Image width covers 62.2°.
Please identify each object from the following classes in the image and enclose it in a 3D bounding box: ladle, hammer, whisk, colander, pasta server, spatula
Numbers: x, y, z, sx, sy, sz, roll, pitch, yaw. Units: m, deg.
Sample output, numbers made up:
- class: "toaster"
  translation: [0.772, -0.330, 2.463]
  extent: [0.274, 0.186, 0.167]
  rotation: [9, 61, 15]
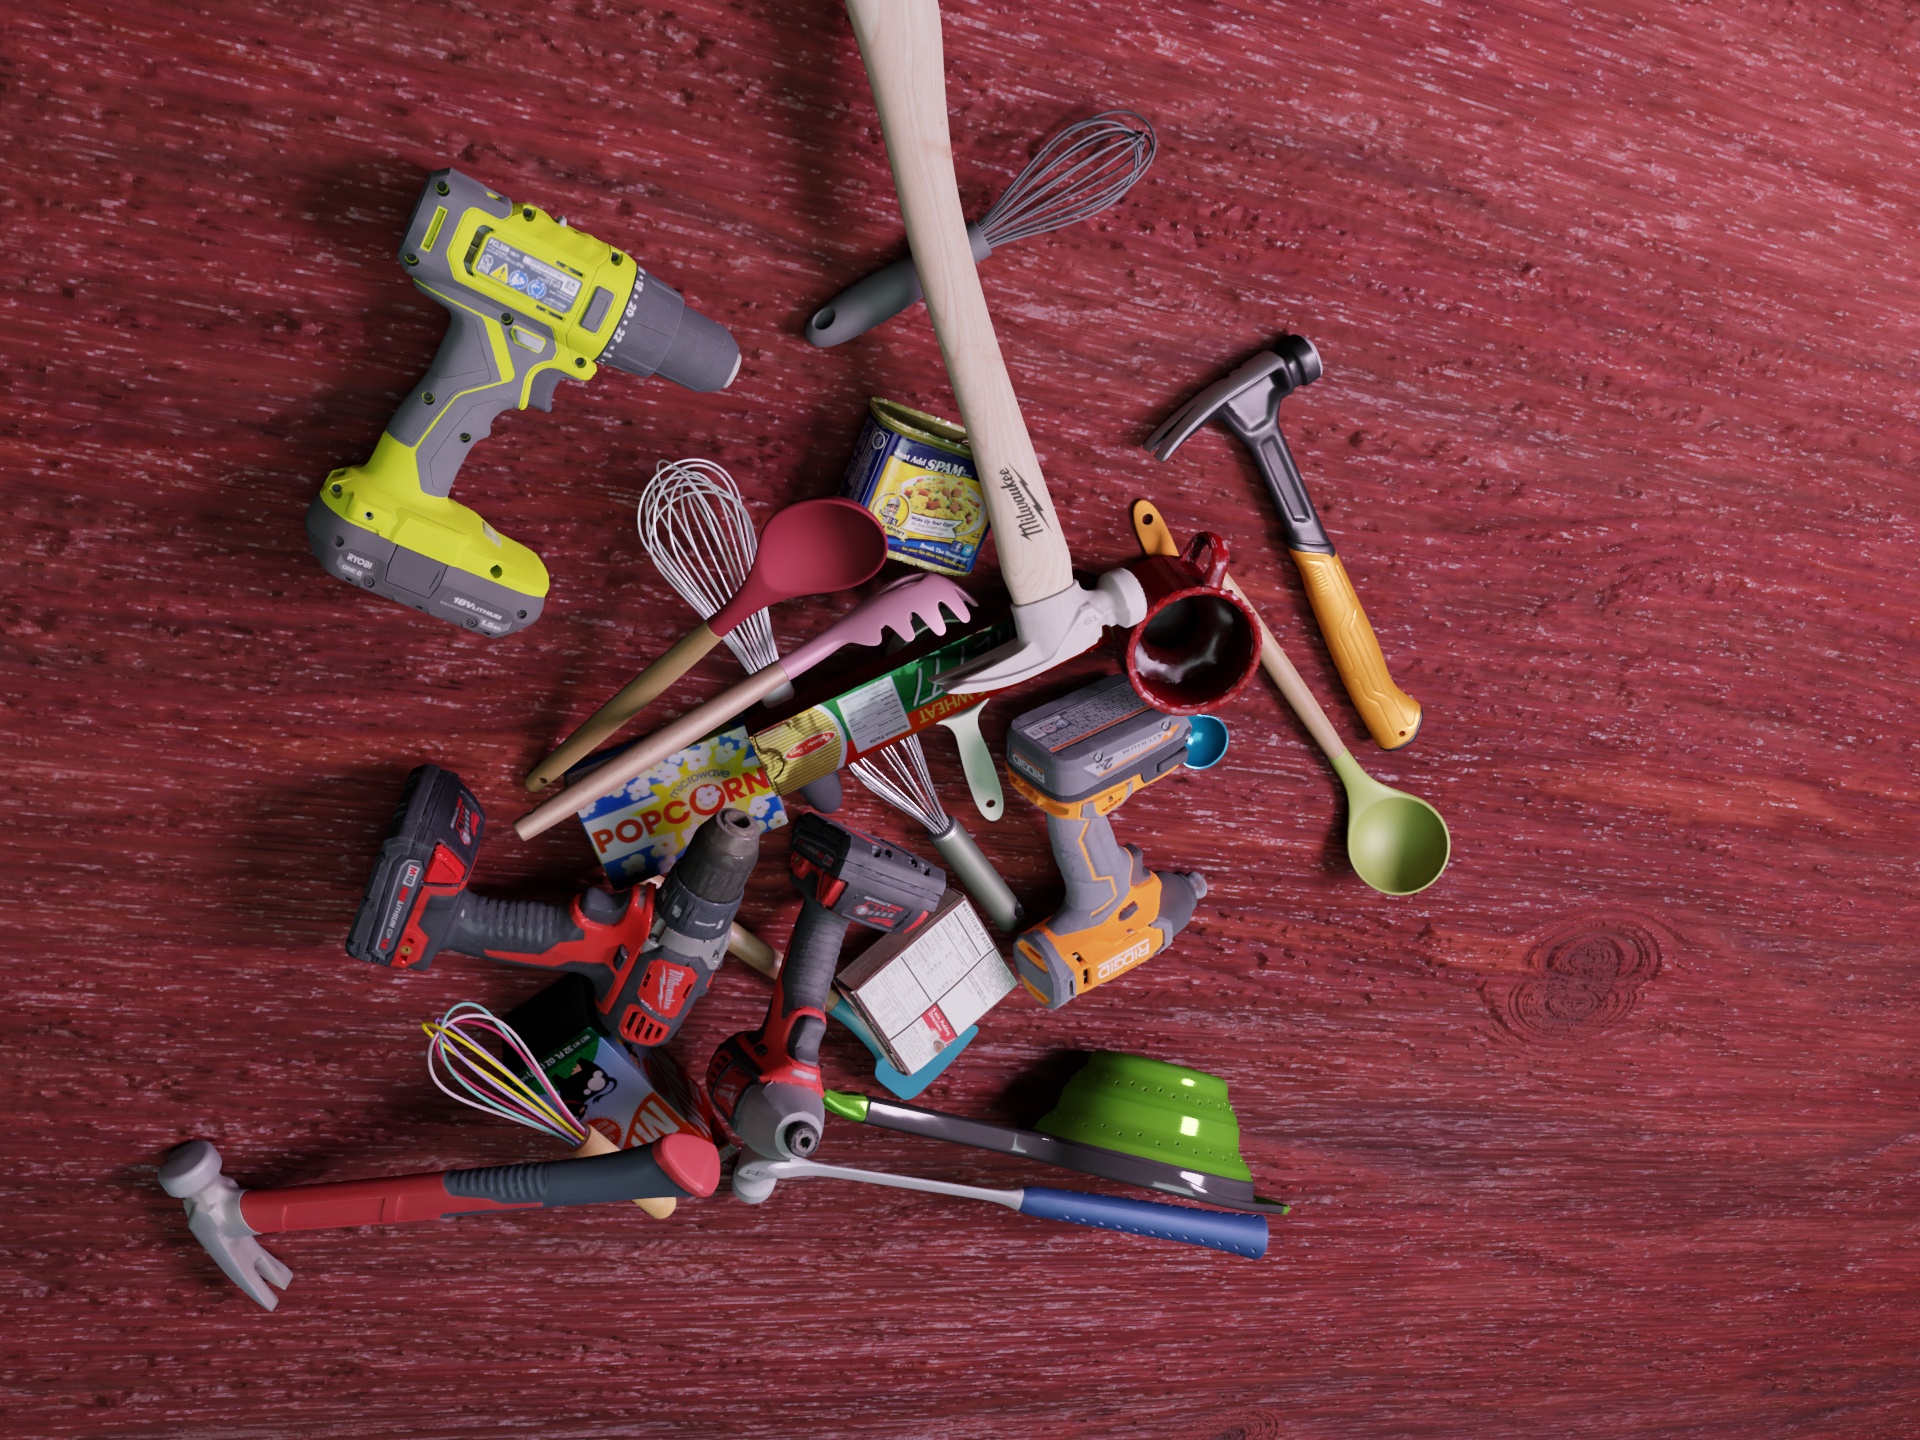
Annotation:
- class: "ladle"
  translation: [0.272, 0.012, 1.183]
  extent: [0.078, 0.062, 0.319]
  rotation: [-34, 119, 10]
- class: "hammer"
  translation: [-0.003, -0.214, 0.921]
  extent: [0.146, 0.038, 0.410]
  rotation: [-25, 115, -17]
- class: "ladle"
  translation: [-0.165, -0.041, 0.971]
  extent: [0.315, 0.031, 0.069]
  rotation: [-36, 123, 25]
- class: "whisk"
  translation: [-0.018, 0.072, 1.126]
  extent: [0.059, 0.058, 0.246]
  rotation: [-14, 130, 29]
- class: "whisk"
  translation: [-0.132, -0.046, 1.022]
  extent: [0.070, 0.070, 0.284]
  rotation: [-25, 126, -5]
- class: "hammer"
  translation: [-0.336, 0.325, 1.057]
  extent: [0.386, 0.038, 0.143]
  rotation: [-9, 122, 15]
- class: "hammer"
  translation: [0.250, -0.101, 1.130]
  extent: [0.127, 0.034, 0.336]
  rotation: [-34, 121, -1]
- class: "colander"
  translation: [0.076, 0.290, 1.213]
  extent: [0.396, 0.204, 0.094]
  rotation: [19, 77, -24]
- class: "whisk"
  translation: [0.010, -0.290, 0.948]
  extent: [0.239, 0.055, 0.055]
  rotation: [-30, 121, 3]
- class: "pasta server"
  translation: [-0.129, -0.010, 0.979]
  extent: [0.316, 0.060, 0.040]
  rotation: [-33, 112, -15]
- class: "whisk"
  translation: [-0.269, 0.264, 1.055]
  extent: [0.047, 0.051, 0.244]
  rotation: [-21, 129, 21]
- class: "hammer"
  translation: [0.035, 0.358, 1.195]
  extent: [0.405, 0.035, 0.144]
  rotation: [11, 149, -8]
- class: "spatula"
  translation: [-0.116, 0.189, 1.163]
  extent: [0.317, 0.044, 0.082]
  rotation: [39, 99, -25]

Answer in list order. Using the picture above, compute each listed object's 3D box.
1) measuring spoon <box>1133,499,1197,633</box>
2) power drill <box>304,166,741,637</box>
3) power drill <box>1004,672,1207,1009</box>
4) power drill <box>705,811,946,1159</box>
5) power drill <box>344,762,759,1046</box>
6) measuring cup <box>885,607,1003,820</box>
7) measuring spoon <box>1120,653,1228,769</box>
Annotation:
- class: "measuring spoon"
  translation: [0.147, -0.105, 1.106]
  extent: [0.021, 0.011, 0.116]
  rotation: [-31, 121, -1]
- class: "power drill"
  translation: [-0.250, -0.169, 0.904]
  extent: [0.190, 0.080, 0.228]
  rotation: [23, 104, -27]
- class: "power drill"
  translation: [0.112, 0.086, 1.147]
  extent: [0.164, 0.084, 0.226]
  rotation: [-23, 127, -26]
- class: "power drill"
  translation: [-0.097, 0.183, 1.068]
  extent: [0.078, 0.143, 0.220]
  rotation: [23, 88, -25]
- class: "power drill"
  translation: [-0.250, 0.106, 1.006]
  extent: [0.226, 0.080, 0.187]
  rotation: [21, 120, -17]
- class: "measuring cup"
  translation: [-0.002, -0.003, 1.094]
  extent: [0.083, 0.038, 0.167]
  rotation: [-23, 123, -7]
- class: "measuring spoon"
  translation: [0.149, -0.018, 1.152]
  extent: [0.042, 0.021, 0.128]
  rotation: [-39, 112, 0]
